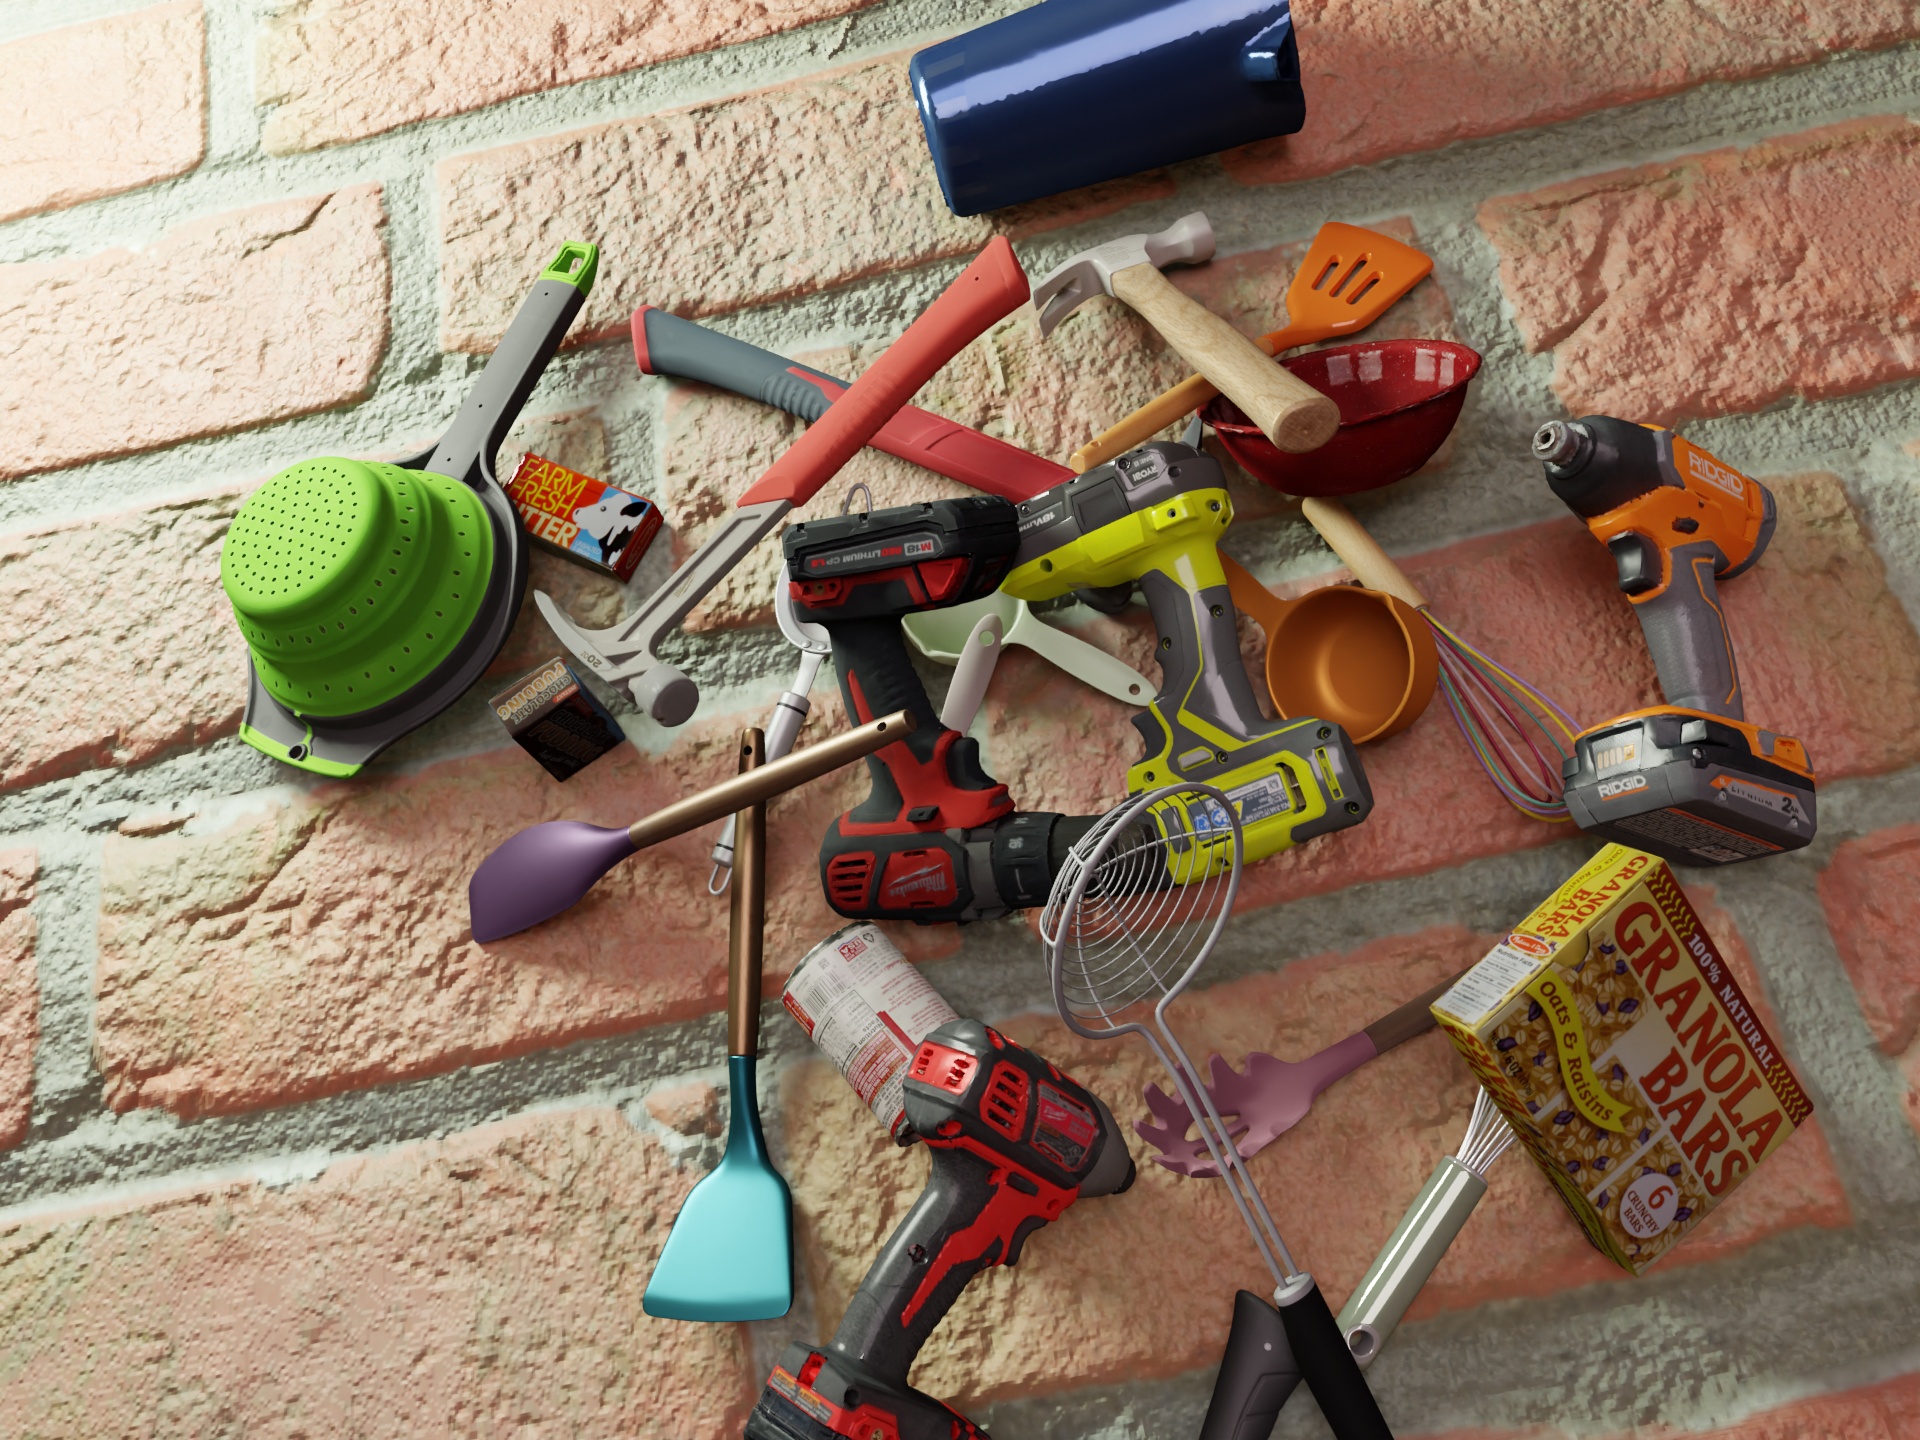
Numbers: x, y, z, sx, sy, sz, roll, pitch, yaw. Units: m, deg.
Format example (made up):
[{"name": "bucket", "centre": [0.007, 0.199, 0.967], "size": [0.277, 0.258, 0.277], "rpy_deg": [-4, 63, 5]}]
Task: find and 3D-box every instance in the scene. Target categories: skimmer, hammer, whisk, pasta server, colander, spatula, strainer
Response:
[{"name": "skimmer", "centre": [0.143, 0.205, 0.725], "size": [0.127, 0.090, 0.363], "rpy_deg": [-25, 88, -35]}, {"name": "hammer", "centre": [-0.039, -0.200, 1.012], "size": [0.386, 0.038, 0.143], "rpy_deg": [25, 72, 17]}, {"name": "whisk", "centre": [0.255, 0.217, 0.791], "size": [0.058, 0.059, 0.246], "rpy_deg": [37, 81, 3]}, {"name": "pasta server", "centre": [0.235, 0.151, 0.825], "size": [0.316, 0.040, 0.060], "rpy_deg": [-28, 48, -5]}, {"name": "hammer", "centre": [0.089, 0.431, 0.731], "size": [0.146, 0.035, 0.335], "rpy_deg": [17, 71, 14]}, {"name": "hammer", "centre": [-0.094, -0.159, 0.955], "size": [0.359, 0.036, 0.149], "rpy_deg": [-47, 50, -8]}, {"name": "whisk", "centre": [0.268, -0.041, 0.901], "size": [0.051, 0.047, 0.245], "rpy_deg": [-24, 61, -15]}, {"name": "colander", "centre": [-0.343, -0.163, 0.990], "size": [0.205, 0.094, 0.397], "rpy_deg": [15, 71, 26]}, {"name": "spatula", "centre": [-0.120, 0.155, 0.862], "size": [0.082, 0.044, 0.318], "rpy_deg": [-5, 73, 16]}, {"name": "strainer", "centre": [-0.096, -0.016, 0.944], "size": [0.087, 0.050, 0.258], "rpy_deg": [13, 75, 34]}, {"name": "hammer", "centre": [0.131, -0.222, 0.906], "size": [0.130, 0.031, 0.332], "rpy_deg": [-19, 32, -2]}, {"name": "spatula", "centre": [0.168, -0.221, 0.945], "size": [0.081, 0.041, 0.322], "rpy_deg": [32, 49, 27]}, {"name": "spatula", "centre": [-0.158, 0.053, 0.874], "size": [0.316, 0.018, 0.060], "rpy_deg": [-22, 64, 25]}]

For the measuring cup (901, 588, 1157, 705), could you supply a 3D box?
[{"name": "measuring cup", "centre": [0.040, -0.048, 0.943], "size": [0.167, 0.038, 0.083], "rpy_deg": [28, 78, 3]}]

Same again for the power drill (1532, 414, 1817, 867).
[{"name": "power drill", "centre": [0.364, -0.051, 0.832], "size": [0.164, 0.084, 0.227], "rpy_deg": [17, 65, -29]}]

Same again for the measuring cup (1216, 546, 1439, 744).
[{"name": "measuring cup", "centre": [0.194, -0.055, 0.901], "size": [0.174, 0.052, 0.095], "rpy_deg": [45, 117, 31]}]

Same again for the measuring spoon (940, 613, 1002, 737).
[{"name": "measuring spoon", "centre": [-0.001, -0.003, 0.911], "size": [0.034, 0.018, 0.124], "rpy_deg": [20, 92, -1]}]

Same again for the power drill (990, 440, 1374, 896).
[{"name": "power drill", "centre": [0.104, -0.023, 0.868], "size": [0.171, 0.080, 0.223], "rpy_deg": [-23, 80, 20]}]

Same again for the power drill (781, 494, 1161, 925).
[{"name": "power drill", "centre": [0.003, -0.003, 0.843], "size": [0.188, 0.080, 0.226], "rpy_deg": [-5, 97, 25]}]

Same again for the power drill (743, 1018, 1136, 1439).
[{"name": "power drill", "centre": [0.003, 0.268, 0.764], "size": [0.078, 0.143, 0.220], "rpy_deg": [3, 62, 52]}]
